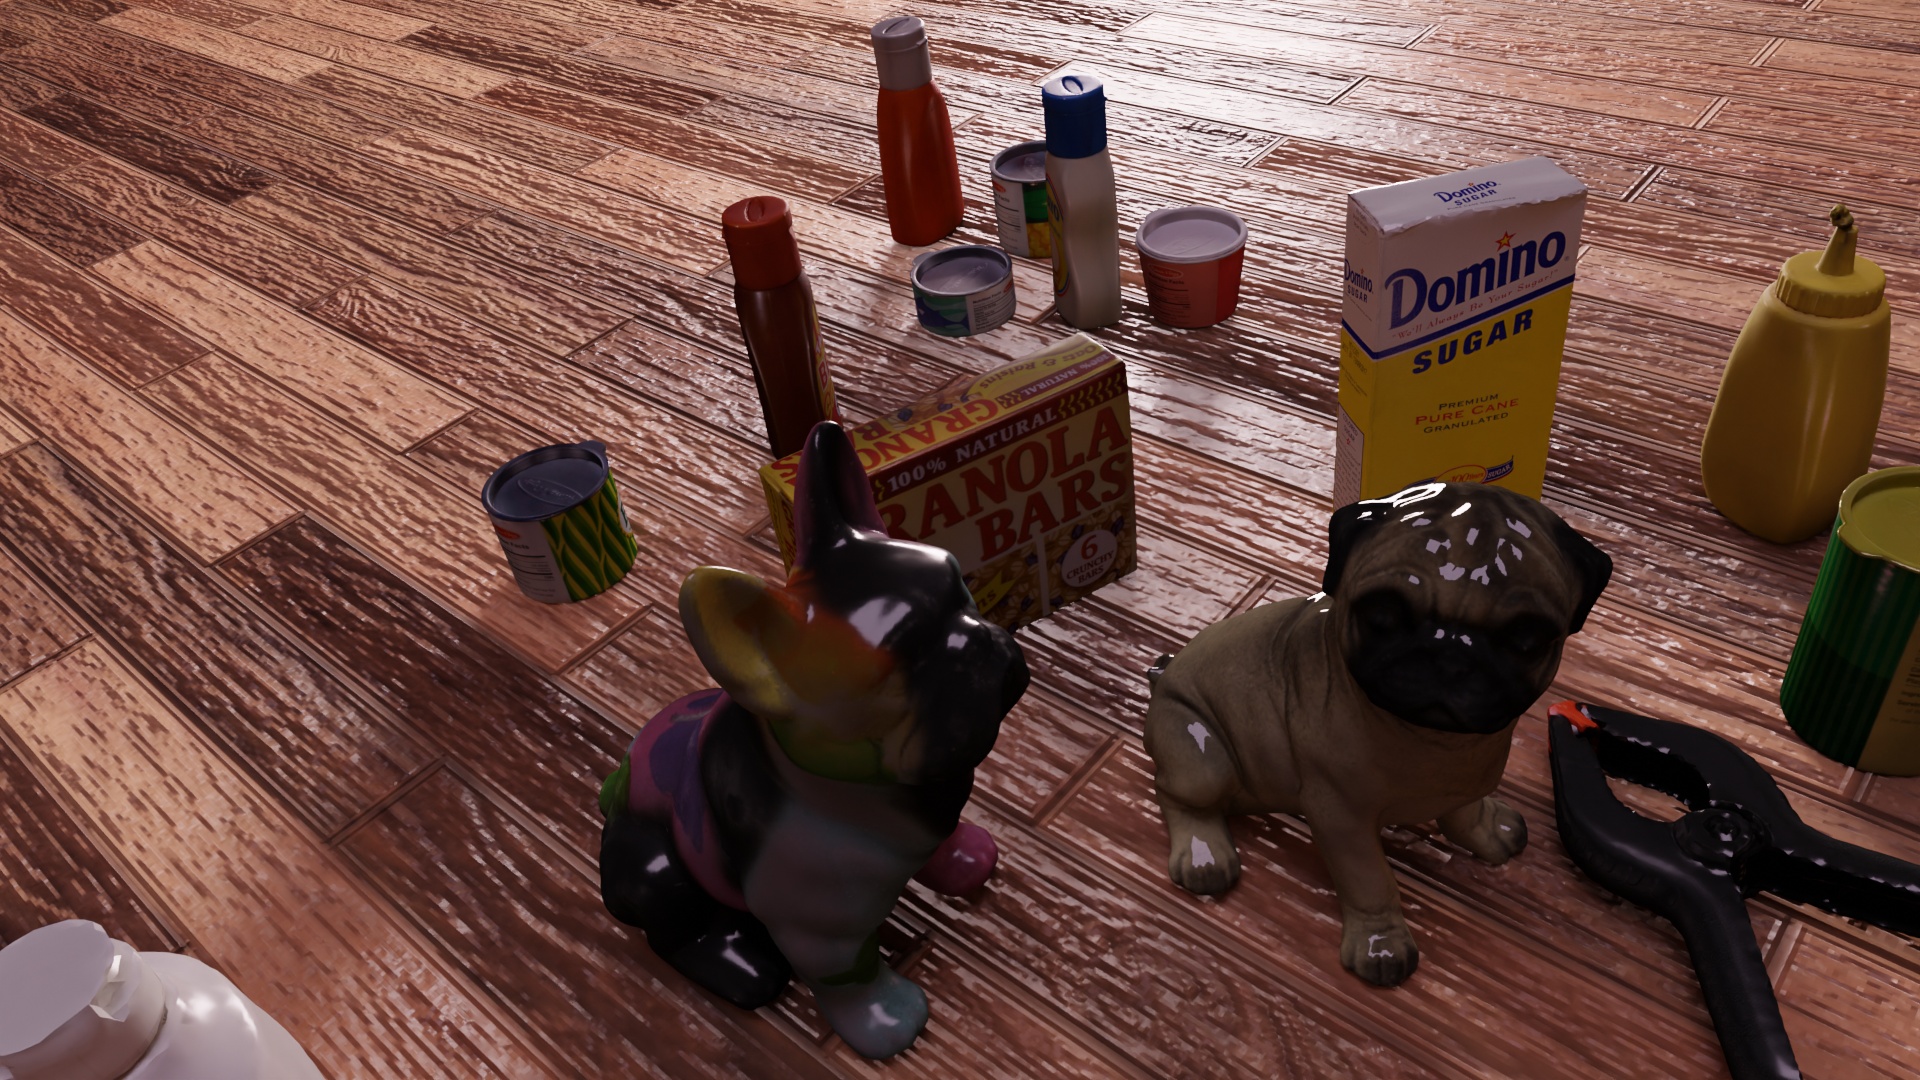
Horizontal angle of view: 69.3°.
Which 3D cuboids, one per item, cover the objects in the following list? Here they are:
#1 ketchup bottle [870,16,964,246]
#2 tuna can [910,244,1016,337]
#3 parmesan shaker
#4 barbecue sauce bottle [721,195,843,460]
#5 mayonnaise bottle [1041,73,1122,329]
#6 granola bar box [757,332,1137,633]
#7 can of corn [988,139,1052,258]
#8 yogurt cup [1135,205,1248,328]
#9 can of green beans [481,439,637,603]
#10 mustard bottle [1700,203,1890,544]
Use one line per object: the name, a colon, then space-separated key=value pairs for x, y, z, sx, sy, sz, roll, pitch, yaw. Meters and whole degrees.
ketchup bottle: x=-0.031 y=-0.282 z=0.959 sx=0.043 sy=0.148 sz=0.065 roll=15 pitch=45 yaw=28
tuna can: x=0.000 y=-0.162 z=0.897 sx=0.071 sy=0.032 sz=0.071 roll=-5 pitch=39 yaw=5
parmesan shaker: x=0.358 y=0.032 z=0.531 sx=0.071 sy=0.102 sz=0.072 roll=-6 pitch=39 yaw=5
barbecue sauce bottle: x=-0.098 y=-0.115 z=0.766 sx=0.044 sy=0.147 sz=0.065 roll=-10 pitch=39 yaw=0
mayonnaise bottle: x=0.073 y=-0.206 z=0.845 sx=0.041 sy=0.147 sz=0.065 roll=-13 pitch=39 yaw=-4
granola bar box: x=0.002 y=-0.008 z=0.634 sx=0.166 sy=0.123 sz=0.039 roll=-25 pitch=41 yaw=-19
can of corn: x=0.058 y=-0.236 z=0.956 sx=0.071 sy=0.058 sz=0.071 roll=-6 pitch=39 yaw=5
yogurt cup: x=0.143 y=-0.167 z=0.859 sx=0.072 sy=0.053 sz=0.073 roll=-6 pitch=39 yaw=5
can of green beans: x=-0.209 y=-0.009 z=0.729 sx=0.071 sy=0.057 sz=0.071 roll=-6 pitch=39 yaw=5
mustard bottle: x=0.375 y=-0.075 z=0.614 sx=0.049 sy=0.159 sz=0.065 roll=-20 pitch=40 yaw=-13
